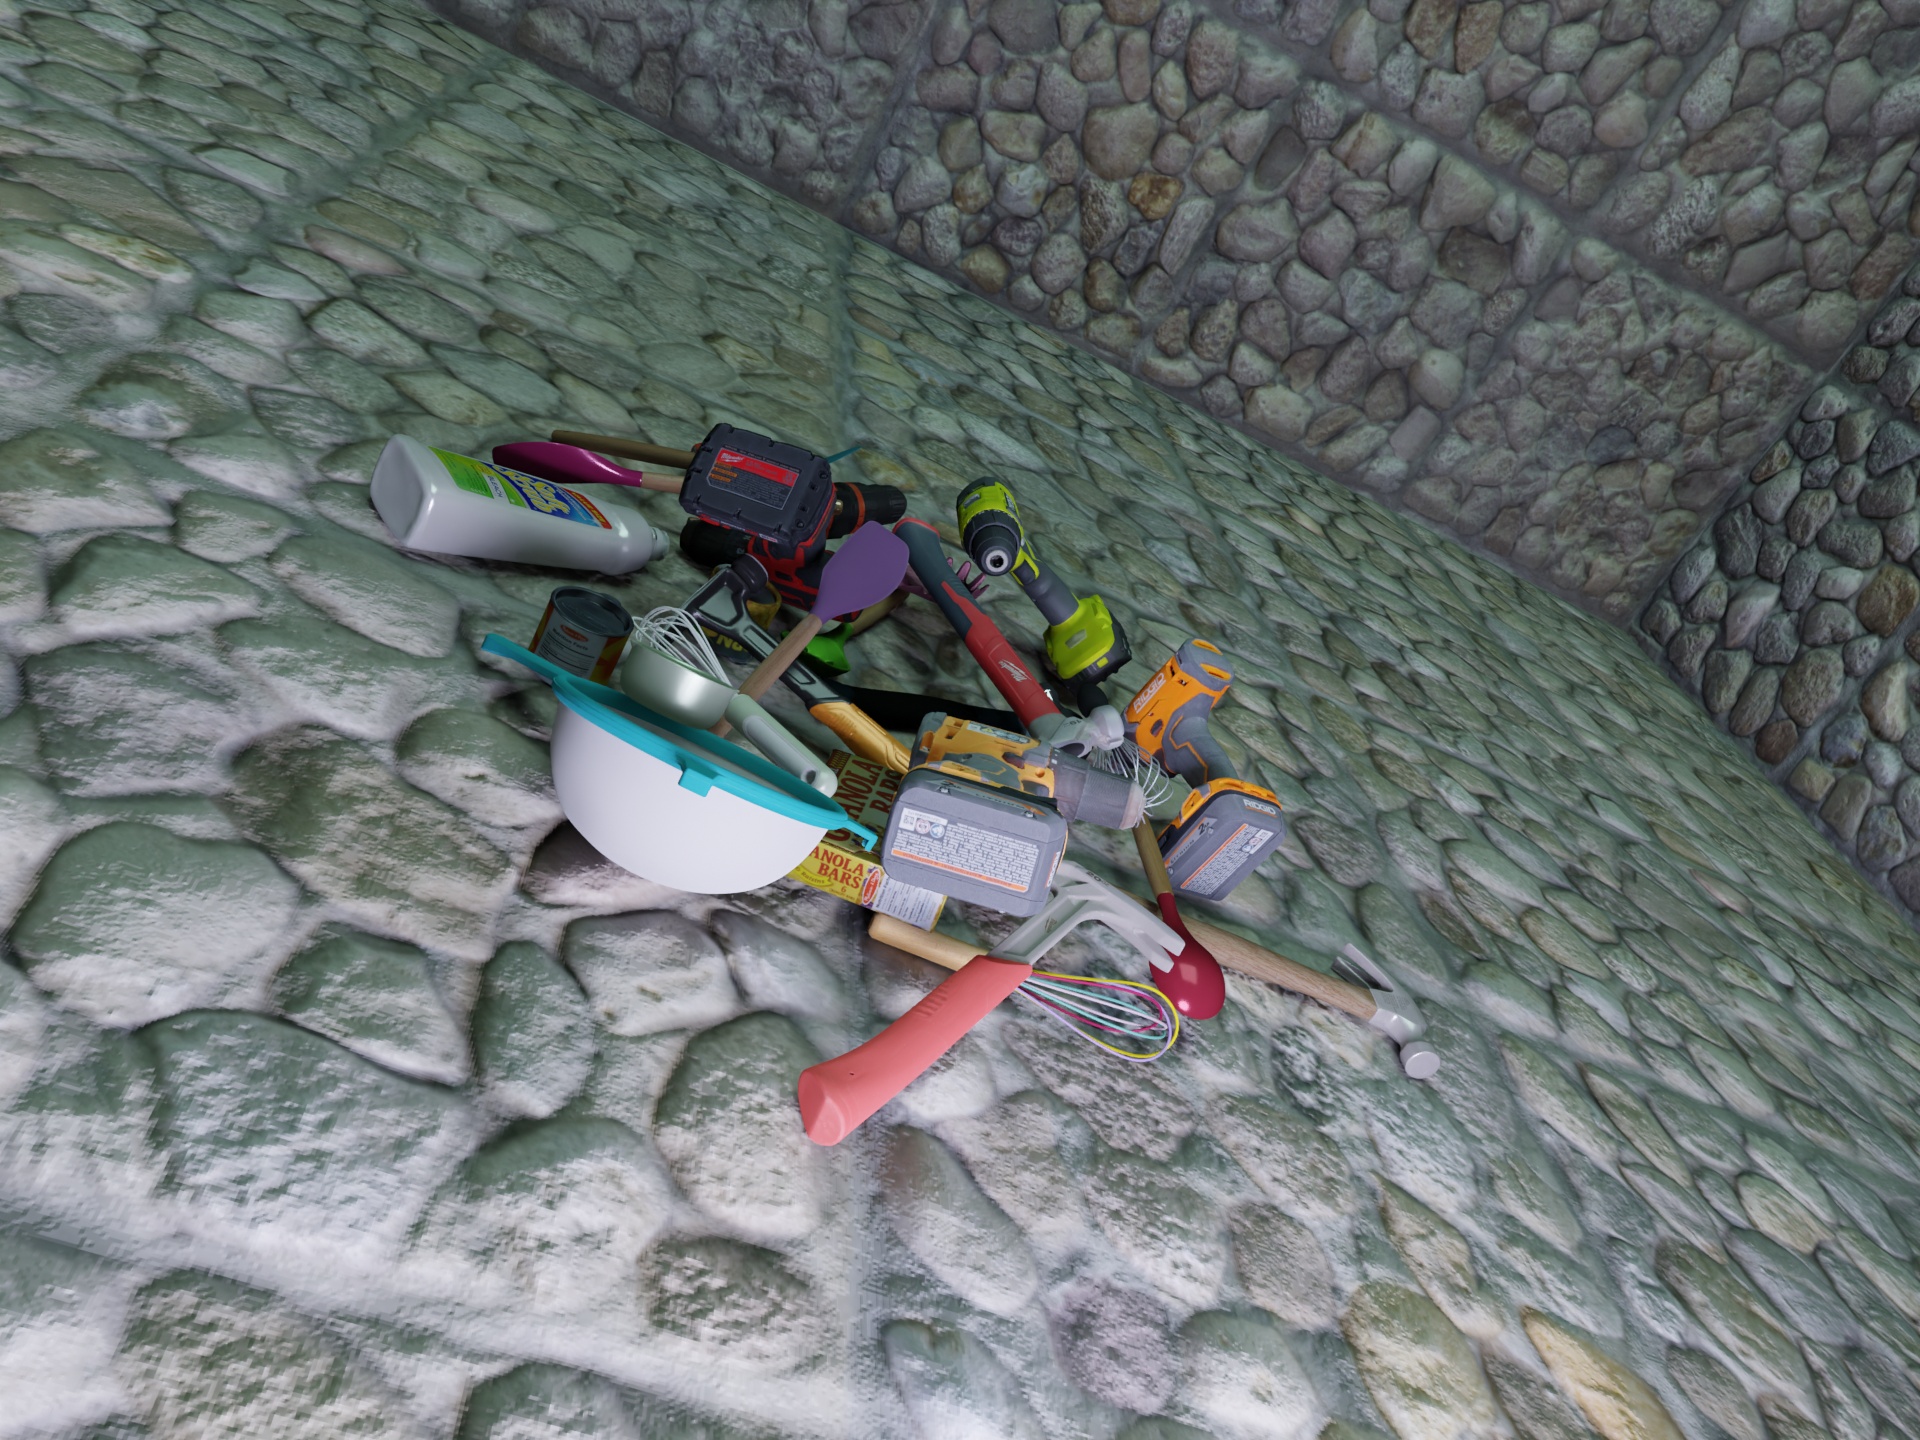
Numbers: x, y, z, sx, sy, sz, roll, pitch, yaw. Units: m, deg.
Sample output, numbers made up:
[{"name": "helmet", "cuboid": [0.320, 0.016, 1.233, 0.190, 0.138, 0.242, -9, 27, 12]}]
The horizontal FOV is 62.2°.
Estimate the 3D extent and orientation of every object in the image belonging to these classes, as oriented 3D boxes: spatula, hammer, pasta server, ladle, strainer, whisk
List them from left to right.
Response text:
[{"name": "strainer", "cuboid": [-0.234, 0.033, 1.076, 0.341, 0.095, 0.210, 25, -1, 34]}, {"name": "spatula", "cuboid": [-0.252, -0.258, 1.519, 0.317, 0.044, 0.082, 12, 25, 17]}, {"name": "whisk", "cuboid": [-0.172, -0.014, 1.192, 0.247, 0.058, 0.059, 39, 8, 33]}, {"name": "spatula", "cuboid": [-0.130, -0.065, 1.291, 0.060, 0.018, 0.316, 37, 51, 1]}, {"name": "pasta server", "cuboid": [-0.121, -0.165, 1.606, 0.316, 0.040, 0.060, 13, 33, -22]}, {"name": "hammer", "cuboid": [-0.094, 0.008, 1.301, 0.337, 0.034, 0.127, 40, 60, 4]}, {"name": "hammer", "cuboid": [-0.002, -0.005, 1.471, 0.330, 0.033, 0.128, 8, 32, -41]}, {"name": "hammer", "cuboid": [0.002, -0.079, 1.488, 0.143, 0.038, 0.387, -15, 41, -18]}, {"name": "hammer", "cuboid": [0.018, 0.185, 1.063, 0.149, 0.036, 0.359, 34, 32, 17]}, {"name": "whisk", "cuboid": [0.049, 0.186, 1.155, 0.245, 0.047, 0.051, 22, 26, -11]}, {"name": "whisk", "cuboid": [0.141, 0.022, 1.475, 0.070, 0.070, 0.285, 25, 17, -14]}, {"name": "ladle", "cuboid": [0.167, 0.136, 1.333, 0.069, 0.031, 0.316, 22, 25, -17]}, {"name": "hammer", "cuboid": [0.258, 0.206, 1.367, 0.331, 0.031, 0.130, 23, 26, -17]}]

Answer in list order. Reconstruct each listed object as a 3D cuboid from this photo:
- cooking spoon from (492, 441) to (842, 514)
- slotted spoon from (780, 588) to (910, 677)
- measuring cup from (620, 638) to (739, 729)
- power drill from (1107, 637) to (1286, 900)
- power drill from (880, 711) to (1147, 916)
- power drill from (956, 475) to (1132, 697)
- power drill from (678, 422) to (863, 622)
[{"name": "cooking spoon", "cuboid": [-0.266, -0.217, 1.459, 0.319, 0.068, 0.017, 7, 67, -9]}, {"name": "slotted spoon", "cuboid": [-0.100, -0.092, 1.534, 0.070, 0.031, 0.314, 31, 22, 5]}, {"name": "measuring cup", "cuboid": [-0.211, -0.028, 1.126, 0.083, 0.038, 0.168, 26, -2, -22]}, {"name": "power drill", "cuboid": [0.207, 0.053, 1.482, 0.084, 0.164, 0.227, 17, 40, -28]}, {"name": "power drill", "cuboid": [0.042, 0.065, 1.158, 0.185, 0.084, 0.226, 16, 16, 3]}, {"name": "power drill", "cuboid": [0.080, -0.137, 1.651, 0.228, 0.080, 0.191, 49, 14, -21]}, {"name": "power drill", "cuboid": [-0.181, -0.171, 1.409, 0.188, 0.080, 0.226, 20, -16, 11]}]
